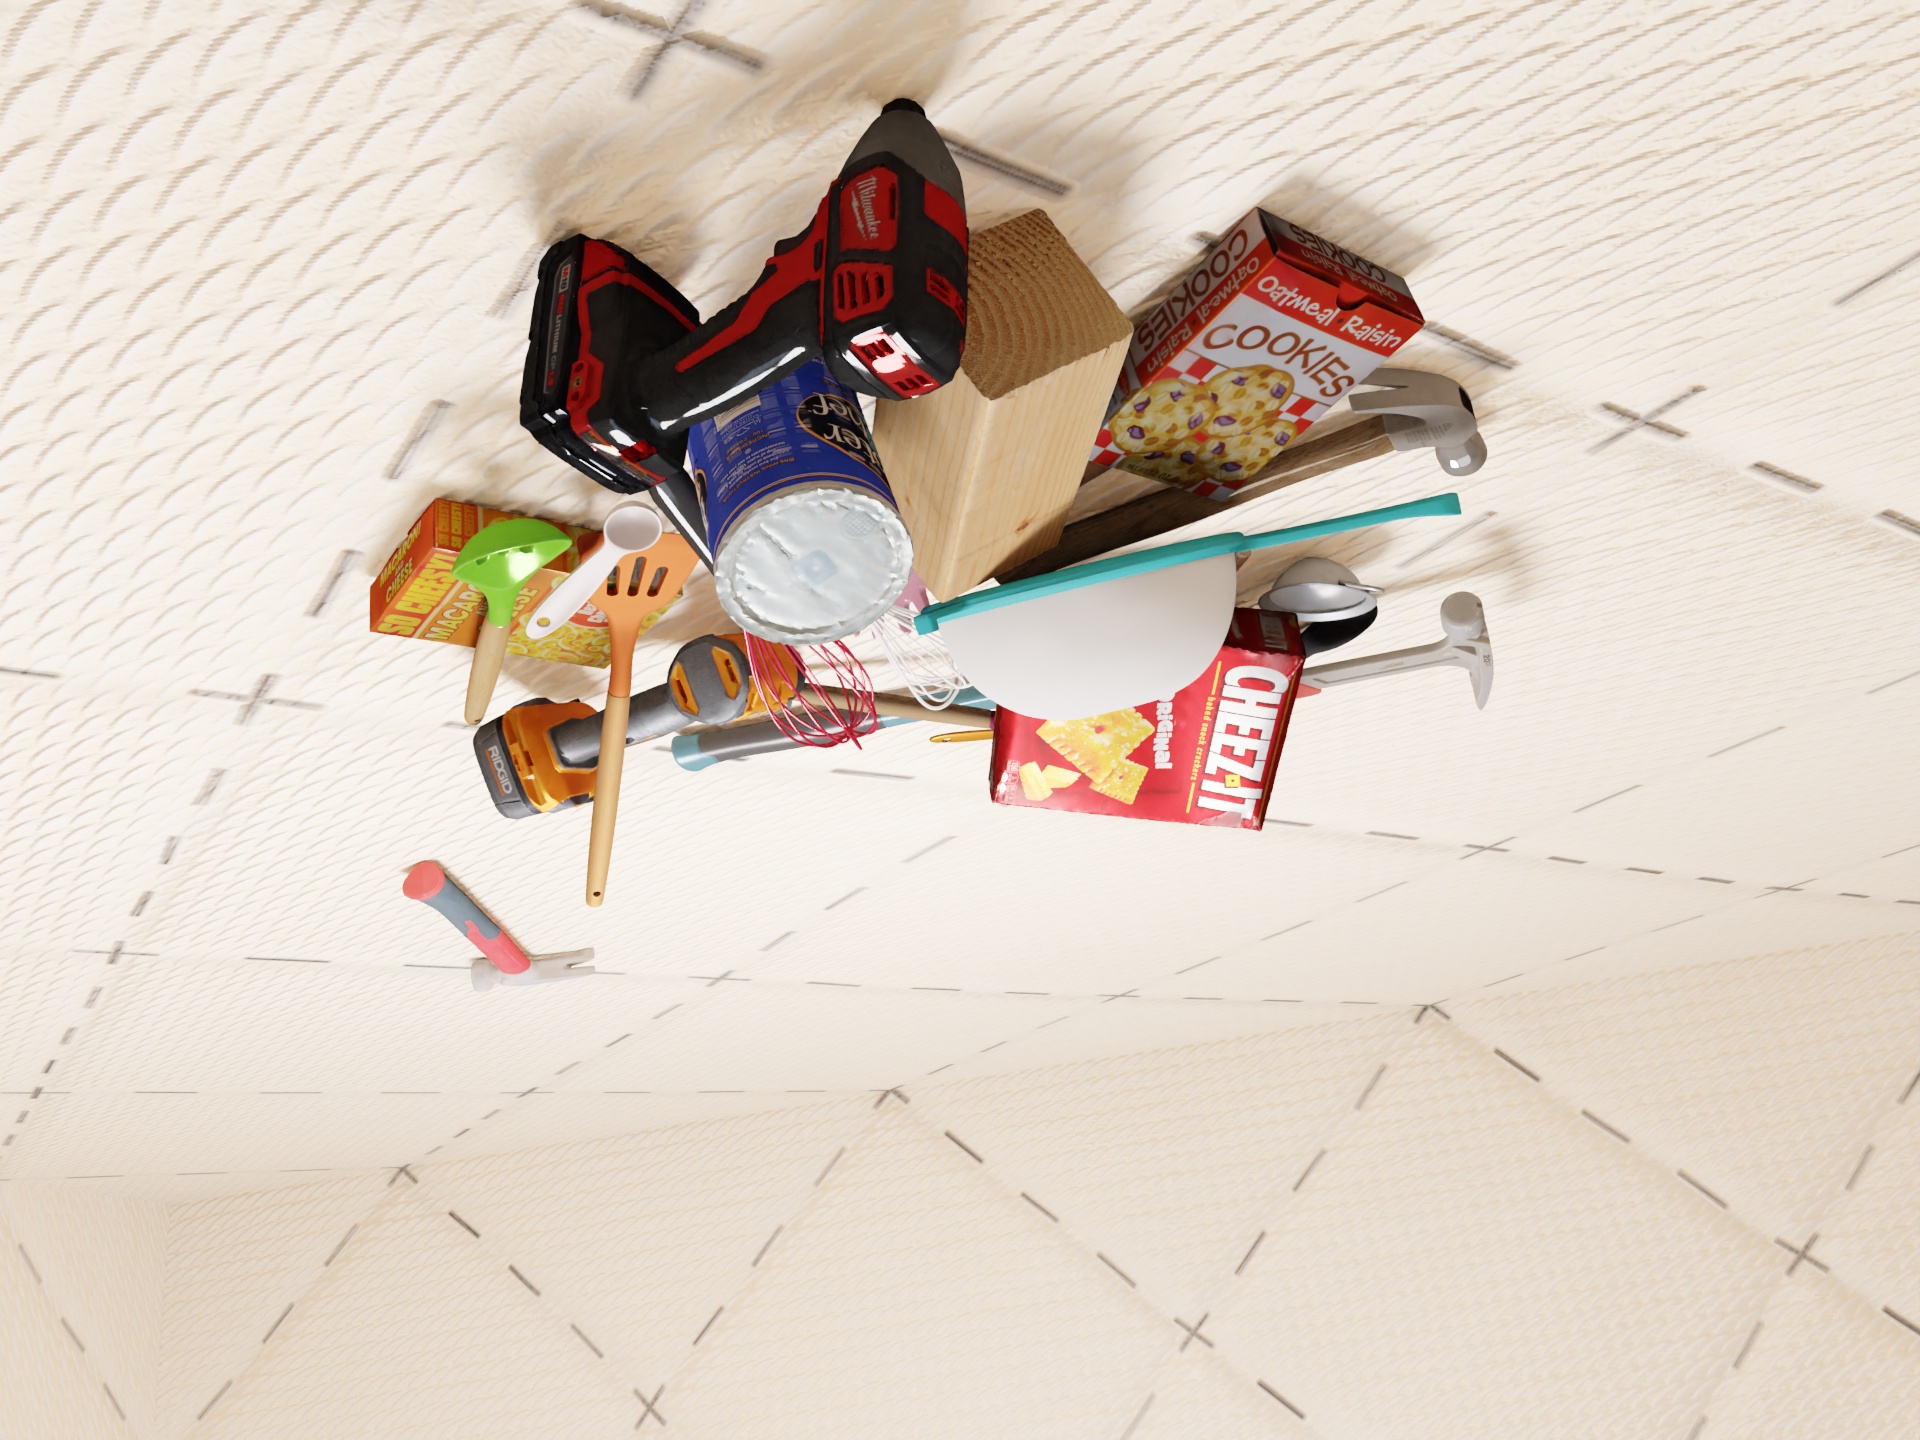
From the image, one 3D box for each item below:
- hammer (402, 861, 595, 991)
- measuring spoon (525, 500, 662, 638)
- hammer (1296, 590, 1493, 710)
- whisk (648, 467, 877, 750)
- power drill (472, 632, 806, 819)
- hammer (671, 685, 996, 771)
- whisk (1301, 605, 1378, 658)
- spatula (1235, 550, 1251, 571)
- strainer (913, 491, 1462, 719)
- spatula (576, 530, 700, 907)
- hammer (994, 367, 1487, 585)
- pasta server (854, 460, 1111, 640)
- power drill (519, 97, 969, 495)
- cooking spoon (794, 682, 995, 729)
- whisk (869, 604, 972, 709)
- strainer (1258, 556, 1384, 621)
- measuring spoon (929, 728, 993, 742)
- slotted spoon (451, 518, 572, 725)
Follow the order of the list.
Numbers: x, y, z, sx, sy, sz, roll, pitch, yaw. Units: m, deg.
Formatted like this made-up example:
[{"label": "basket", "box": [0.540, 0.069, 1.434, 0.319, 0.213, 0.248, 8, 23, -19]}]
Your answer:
[{"label": "hammer", "box": [-0.504, 0.226, 1.723, 0.143, 0.038, 0.386, -7, 157, -4]}, {"label": "measuring spoon", "box": [-0.227, -0.093, 0.967, 0.034, 0.018, 0.124, 28, 123, -38]}, {"label": "hammer", "box": [0.235, -0.021, 1.262, 0.359, 0.037, 0.149, -11, 152, 14]}, {"label": "whisk", "box": [-0.129, -0.073, 0.995, 0.073, 0.073, 0.295, -15, 138, 17]}, {"label": "power drill", "box": [-0.225, -0.003, 1.181, 0.226, 0.084, 0.164, -22, 178, 17]}, {"label": "hammer", "box": [-0.077, -0.001, 1.323, 0.331, 0.033, 0.128, -11, 158, 8]}, {"label": "whisk", "box": [0.229, -0.029, 1.329, 0.070, 0.070, 0.284, 16, 143, -43]}, {"label": "spatula", "box": [0.153, -0.057, 1.277, 0.060, 0.018, 0.315, -24, 165, -29]}, {"label": "strainer", "box": [0.148, -0.064, 1.001, 0.340, 0.095, 0.211, -12, -177, 10]}, {"label": "spatula", "box": [-0.231, 0.006, 1.069, 0.081, 0.041, 0.322, 0, 125, -22]}, {"label": "hammer", "box": [0.169, -0.151, 1.045, 0.331, 0.031, 0.130, -17, 156, 23]}, {"label": "pasta server", "box": [0.042, -0.133, 1.040, 0.316, 0.040, 0.060, -27, 158, 36]}, {"label": "power drill", "box": [-0.095, -0.196, 0.734, 0.220, 0.143, 0.078, -13, 153, 29]}, {"label": "cooking spoon", "box": [-0.002, -0.004, 1.253, 0.319, 0.017, 0.068, 8, 129, -1]}, {"label": "whisk", "box": [-0.060, -0.074, 1.039, 0.058, 0.059, 0.246, 8, 161, 35]}, {"label": "strainer", "box": [0.229, -0.076, 1.232, 0.086, 0.050, 0.258, 12, 156, -29]}, {"label": "measuring spoon", "box": [0.031, 0.015, 1.339, 0.117, 0.011, 0.021, -3, 159, -11]}, {"label": "slotted spoon", "box": [-0.301, -0.056, 1.021, 0.070, 0.031, 0.313, -17, 167, -27]}]
